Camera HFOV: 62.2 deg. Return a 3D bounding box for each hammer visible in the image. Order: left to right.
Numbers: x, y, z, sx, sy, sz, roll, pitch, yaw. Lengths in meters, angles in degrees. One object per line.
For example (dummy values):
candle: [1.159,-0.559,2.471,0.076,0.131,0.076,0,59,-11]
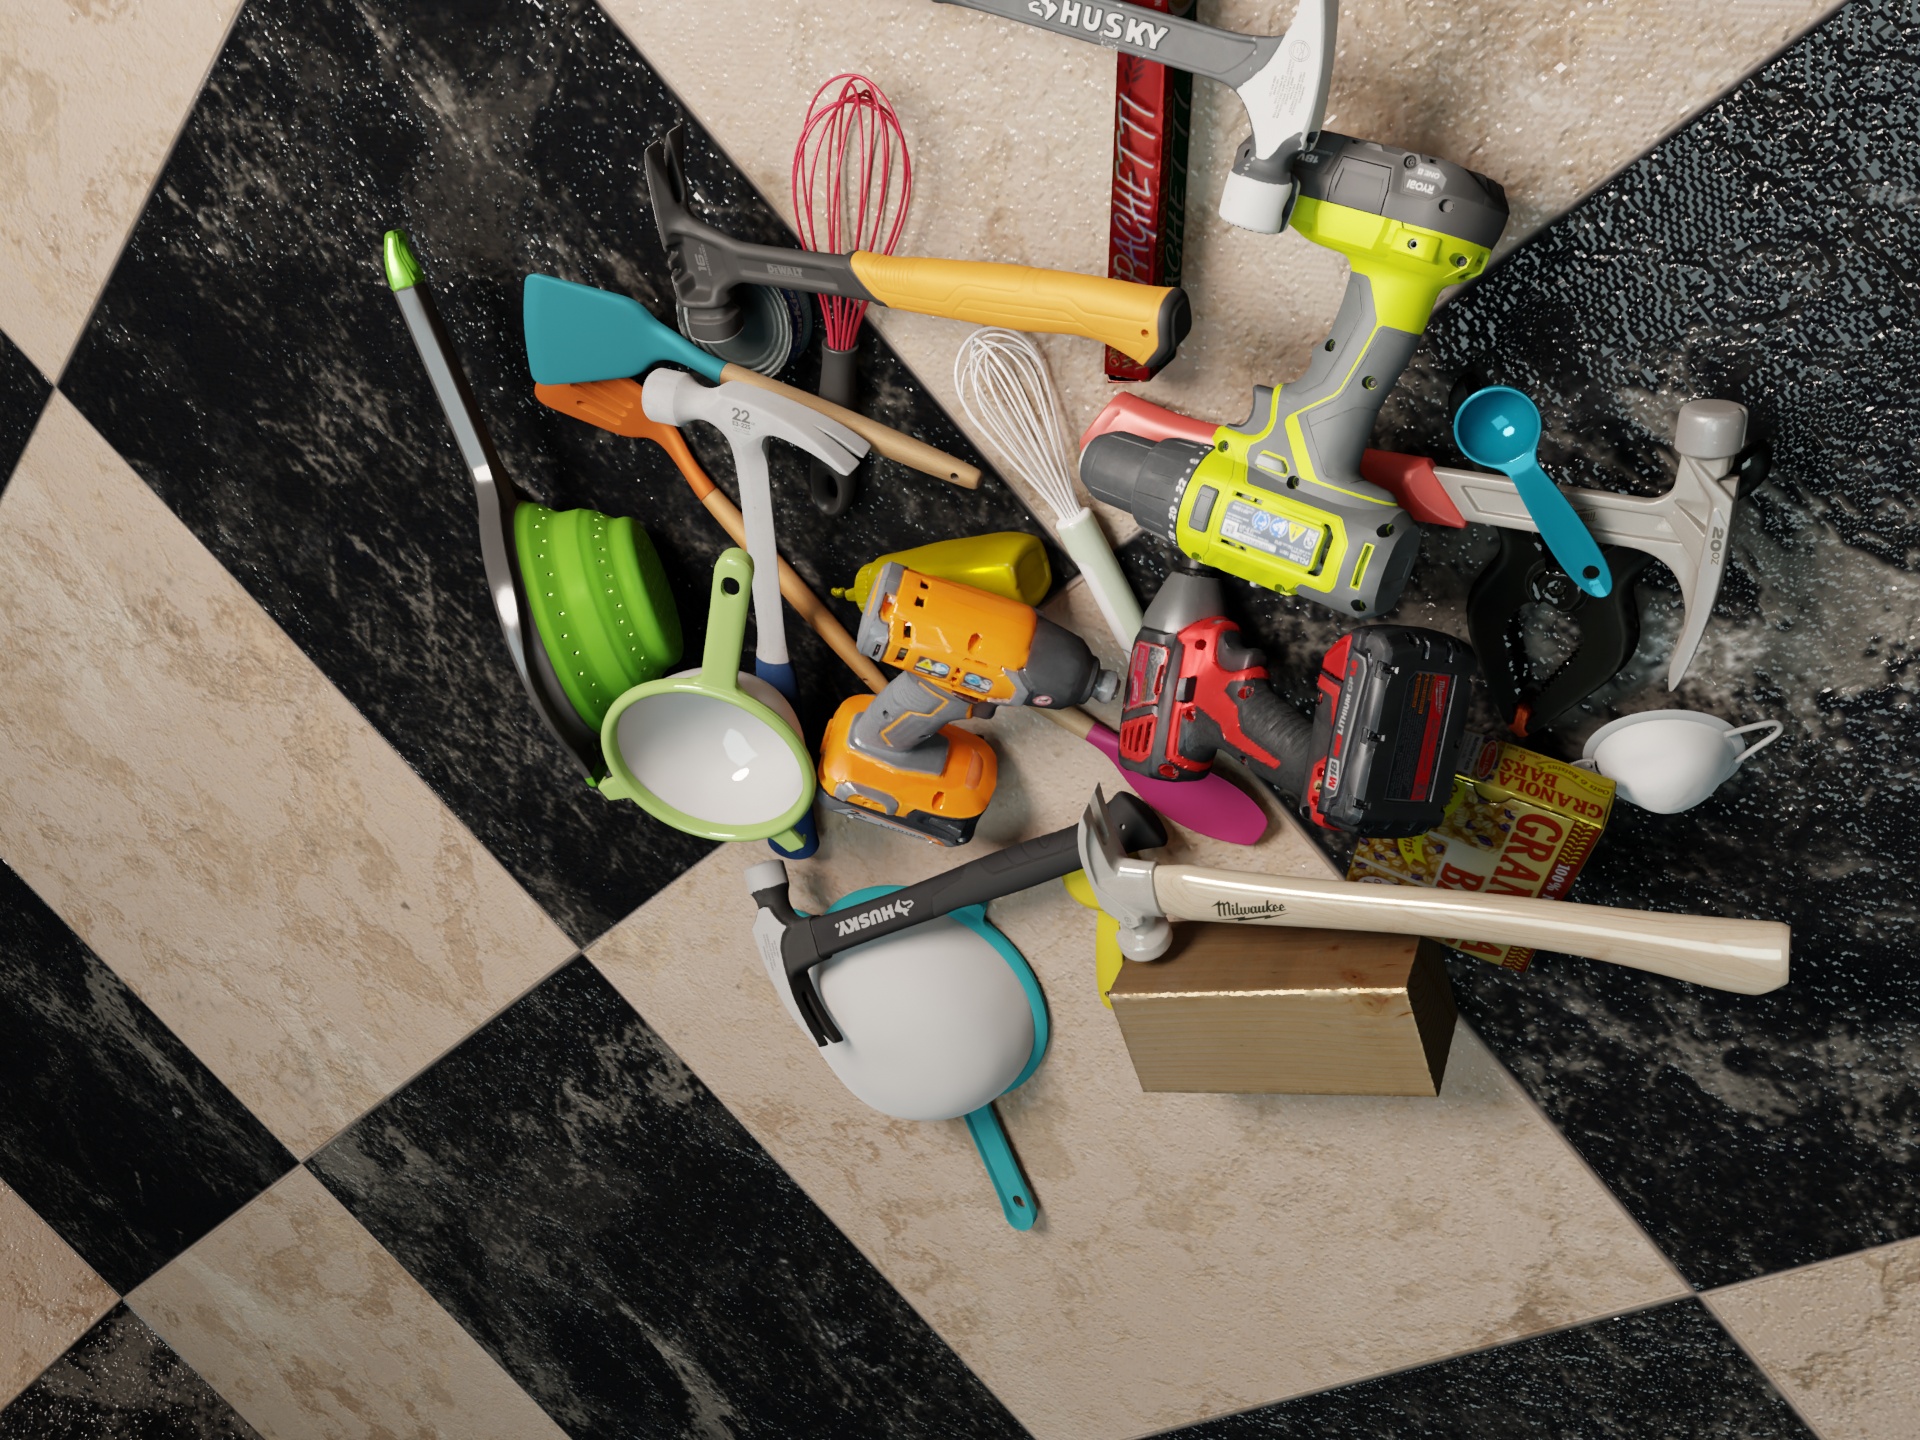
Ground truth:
hammer: [-0.125,-0.051,1.104,0.144,0.035,0.405,15,135,17]
hammer: [-0.030,-0.250,0.884,0.337,0.034,0.127,16,138,27]
hammer: [-0.005,0.128,1.145,0.335,0.035,0.146,-22,78,25]
hammer: [0.009,-0.386,0.823,0.409,0.036,0.149,29,123,25]
hammer: [0.233,-0.124,0.886,0.359,0.037,0.149,15,122,28]
hammer: [0.269,0.109,0.958,0.411,0.038,0.146,3,136,29]

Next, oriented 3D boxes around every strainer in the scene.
strainer: [-0.156,-0.026,1.065,0.151,0.069,0.256,16,133,0]
strainer: [-0.021,0.296,1.269,0.211,0.095,0.340,-10,112,32]
strainer: [0.348,0.034,0.949,0.258,0.050,0.086,-6,141,37]

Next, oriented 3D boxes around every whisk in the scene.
whisk: [-0.073,-0.251,0.989,0.073,0.073,0.295,21,133,15]
whisk: [0.066,-0.133,0.994,0.246,0.059,0.058,60,165,-20]

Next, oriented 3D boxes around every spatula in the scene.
spatula: [-0.166,-0.135,1.116,0.322,0.041,0.081,48,144,-8]
spatula: [-0.133,-0.204,1.007,0.317,0.044,0.082,24,135,14]

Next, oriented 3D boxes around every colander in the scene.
colander: [-0.282,-0.153,1.107,0.094,0.205,0.396,-18,111,1]

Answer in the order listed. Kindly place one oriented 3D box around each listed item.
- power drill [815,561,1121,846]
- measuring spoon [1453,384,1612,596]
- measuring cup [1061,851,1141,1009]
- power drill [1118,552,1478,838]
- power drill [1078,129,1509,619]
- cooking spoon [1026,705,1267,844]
power drill: [-0.002,-0.003,1.040,0.164,0.084,0.226,18,146,-7]
measuring spoon: [0.298,-0.118,0.814,0.042,0.021,0.128,-28,106,35]
measuring cup: [0.103,0.153,1.157,0.062,0.029,0.156,8,119,24]
power drill: [0.183,-0.018,0.931,0.220,0.078,0.143,19,102,53]
power drill: [0.171,-0.186,0.838,0.191,0.080,0.228,26,111,27]
cooking spoon: [0.067,-0.007,1.086,0.319,0.017,0.068,31,146,8]
